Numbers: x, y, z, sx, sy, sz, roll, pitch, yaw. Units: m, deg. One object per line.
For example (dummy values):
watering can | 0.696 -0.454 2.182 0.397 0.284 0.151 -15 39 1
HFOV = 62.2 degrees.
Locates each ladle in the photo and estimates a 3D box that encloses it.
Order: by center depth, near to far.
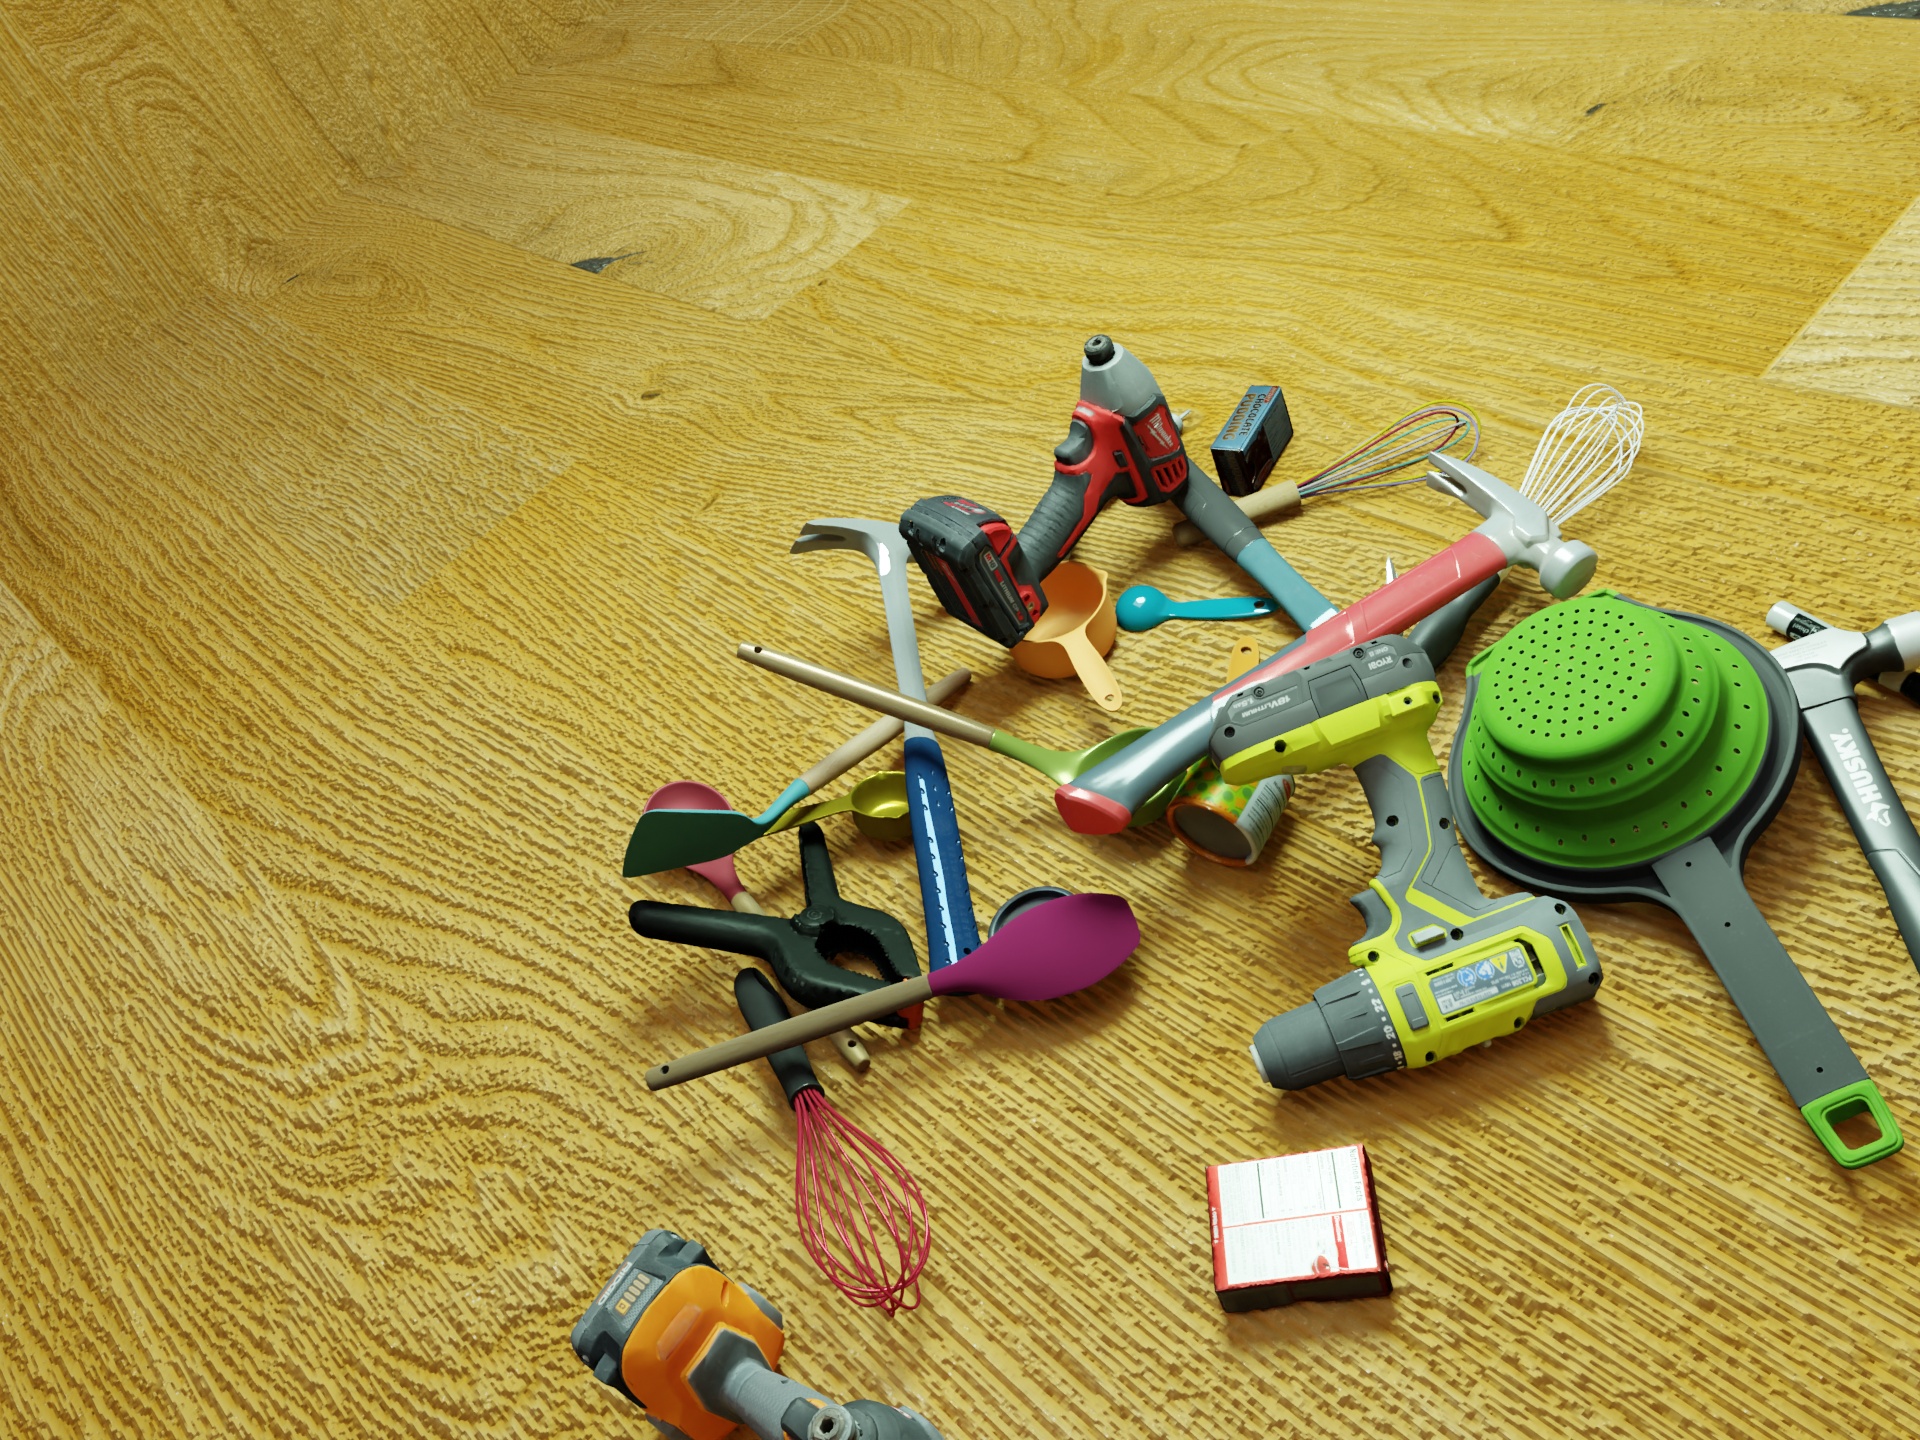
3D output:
ladle | -0.002 -0.003 1.081 0.320 0.062 0.078 20 53 5
ladle | -0.143 0.140 1.120 0.069 0.031 0.316 -26 43 -20

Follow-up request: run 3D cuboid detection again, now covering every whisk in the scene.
whisk | -0.088 0.243 0.971 0.073 0.073 0.296 -32 38 -6
whisk | 0.391 -0.129 1.114 0.070 0.070 0.284 27 69 41
whisk | 0.280 -0.189 1.231 0.245 0.047 0.051 -20 44 11

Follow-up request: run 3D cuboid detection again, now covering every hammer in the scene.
hammer | 0.501 0.085 0.852 0.146 0.035 0.335 -19 45 20
hammer | 0.217 -0.048 1.029 0.386 0.038 0.143 -30 51 -14
hammer | -0.035 0.008 1.133 0.144 0.035 0.406 10 48 -25
hammer | 0.209 -0.132 1.184 0.128 0.033 0.331 -37 47 3

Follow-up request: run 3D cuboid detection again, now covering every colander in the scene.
colander | 0.384 0.053 0.872 0.204 0.094 0.398 -31 43 17

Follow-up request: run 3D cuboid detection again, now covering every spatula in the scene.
spatula | -0.102 0.027 1.136 0.044 0.082 0.317 43 49 14

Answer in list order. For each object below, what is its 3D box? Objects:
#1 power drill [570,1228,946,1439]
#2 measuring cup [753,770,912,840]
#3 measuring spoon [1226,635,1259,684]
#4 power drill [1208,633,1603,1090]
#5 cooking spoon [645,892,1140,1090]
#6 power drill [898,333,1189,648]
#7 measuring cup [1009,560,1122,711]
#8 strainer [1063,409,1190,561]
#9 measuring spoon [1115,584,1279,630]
power drill | -0.090 0.343 0.795 0.227 0.164 0.084 16 57 39
measuring cup | -0.098 0.075 1.135 0.156 0.029 0.062 -14 33 -7
measuring spoon | 0.198 -0.018 1.127 0.021 0.011 0.117 7 47 12
power drill | 0.227 0.085 0.903 0.190 0.080 0.229 -21 75 5
cooking spoon | -0.043 0.173 0.984 0.319 0.017 0.069 -19 49 0
power drill | 0.068 -0.172 1.162 0.220 0.143 0.079 -44 45 -13
measuring cup | 0.088 -0.047 1.177 0.095 0.052 0.174 -26 44 0
strainer | 0.112 -0.186 1.310 0.258 0.050 0.087 -43 1 -25
measuring spoon | 0.175 -0.090 1.196 0.129 0.021 0.042 0 48 27
